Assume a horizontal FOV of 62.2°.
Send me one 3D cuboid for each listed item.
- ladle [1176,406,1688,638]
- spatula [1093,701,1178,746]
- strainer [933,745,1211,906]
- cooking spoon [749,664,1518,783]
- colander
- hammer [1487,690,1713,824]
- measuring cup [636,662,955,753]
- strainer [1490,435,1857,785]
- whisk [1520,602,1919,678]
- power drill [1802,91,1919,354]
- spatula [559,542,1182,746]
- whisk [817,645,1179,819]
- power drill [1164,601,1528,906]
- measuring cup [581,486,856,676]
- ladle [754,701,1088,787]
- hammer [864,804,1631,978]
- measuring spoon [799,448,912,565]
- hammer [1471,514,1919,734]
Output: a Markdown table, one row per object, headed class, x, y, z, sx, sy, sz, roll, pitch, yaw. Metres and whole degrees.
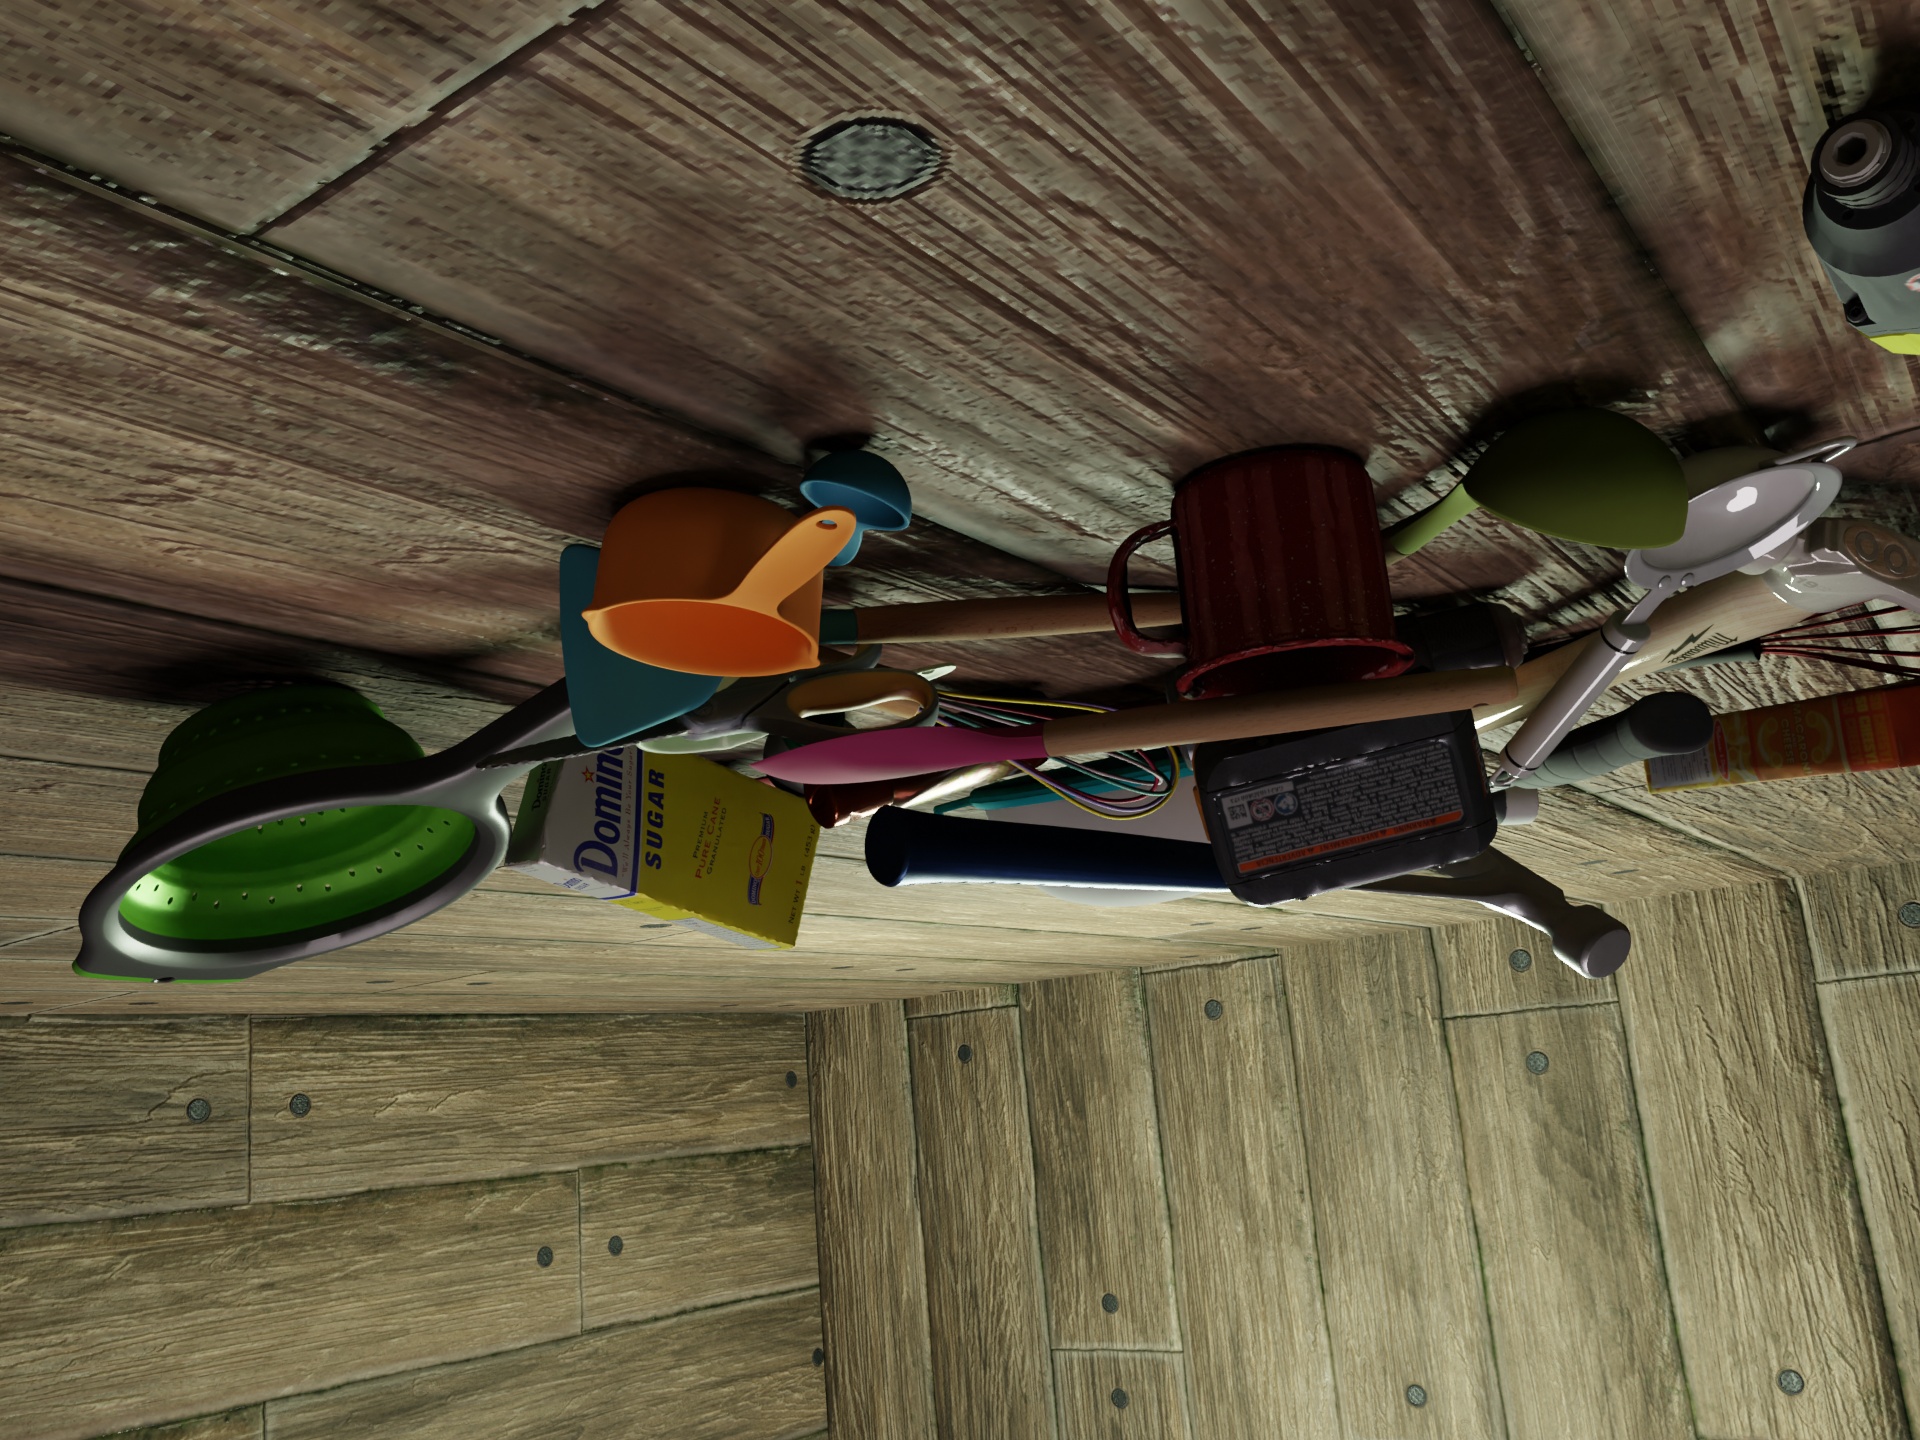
| class | x | y | z | sx | sy | sz | roll | pitch | yaw |
| --- | --- | --- | --- | --- | --- | --- | --- | --- | --- |
| ladle | 0.181 | -0.060 | 0.701 | 0.078 | 0.062 | 0.320 | -5 | 170 | -24 |
| spatula | 0.052 | 0.025 | 1.029 | 0.081 | 0.041 | 0.322 | -10 | 175 | -44 |
| strainer | 0.159 | 0.062 | 0.975 | 0.211 | 0.095 | 0.340 | -11 | -179 | -42 |
| cooking spoon | 0.060 | 0.005 | 0.651 | 0.319 | 0.017 | 0.068 | -8 | 168 | 20 |
| colander | -0.275 | 0.008 | 0.788 | 0.397 | 0.095 | 0.204 | -29 | 159 | 18 |
| hammer | 0.321 | 0.030 | 0.920 | 0.149 | 0.036 | 0.409 | -3 | 171 | 0 |
| measuring cup | -0.087 | -0.022 | 0.814 | 0.167 | 0.038 | 0.083 | -14 | 167 | 1 |
| strainer | 0.294 | -0.046 | 0.697 | 0.087 | 0.050 | 0.258 | -5 | 145 | -19 |
| whisk | 0.450 | -0.046 | 0.857 | 0.296 | 0.073 | 0.073 | -7 | 168 | 36 |
| power drill | 0.331 | -0.143 | 0.372 | 0.171 | 0.080 | 0.223 | 6 | 166 | -39 |
| spatula | -0.020 | -0.043 | 0.712 | 0.317 | 0.082 | 0.044 | -5 | -179 | -22 |
| whisk | -0.002 | 0.000 | 0.784 | 0.245 | 0.051 | 0.047 | 17 | 124 | -14 |
| power drill | 0.193 | 0.000 | 0.759 | 0.185 | 0.084 | 0.226 | -15 | -167 | 10 |
| measuring cup | -0.076 | -0.065 | 0.579 | 0.095 | 0.052 | 0.173 | 12 | 159 | -26 |
| ladle | -0.065 | 0.026 | 1.028 | 0.315 | 0.031 | 0.069 | -13 | 165 | 23 |
| hammer | 0.141 | 0.073 | 0.784 | 0.405 | 0.035 | 0.144 | 7 | -161 | -28 |
| measuring spoon | -0.044 | -0.082 | 0.619 | 0.042 | 0.021 | 0.128 | 20 | 171 | -9 |
| hammer | 0.341 | -0.022 | 0.877 | 0.146 | 0.038 | 0.410 | 19 | 161 | -15 |
